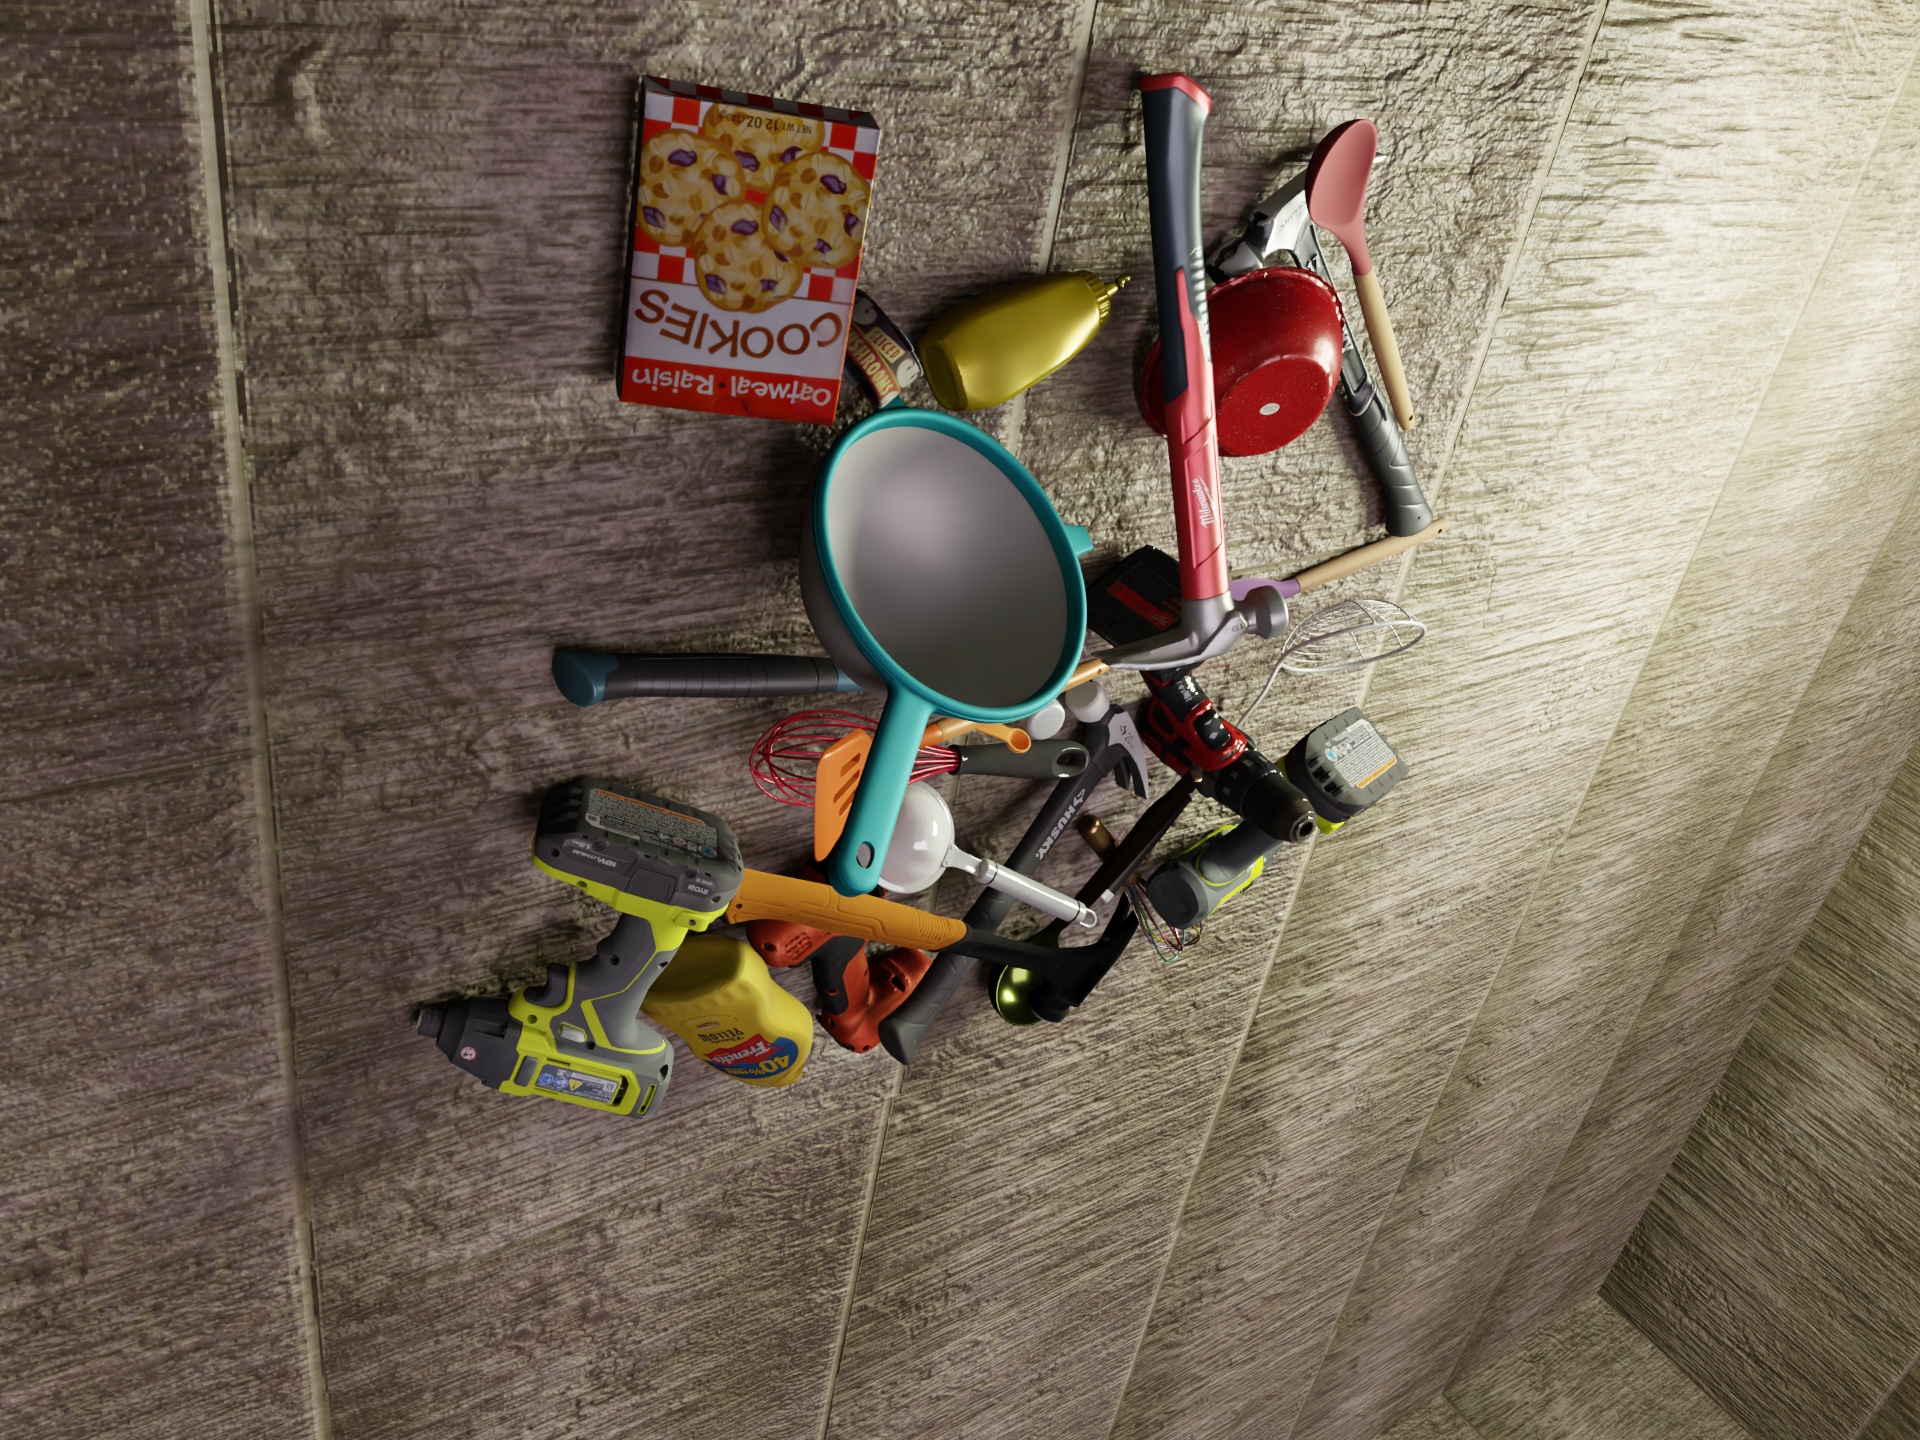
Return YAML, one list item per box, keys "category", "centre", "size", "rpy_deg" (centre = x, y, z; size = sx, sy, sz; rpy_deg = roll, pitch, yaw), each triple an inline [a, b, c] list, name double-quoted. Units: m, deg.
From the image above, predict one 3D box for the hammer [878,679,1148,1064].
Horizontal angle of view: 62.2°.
- category: "hammer"
  centre: [0.042, 0.134, 1.293]
  size: [0.335, 0.035, 0.146]
  rpy_deg: [-55, 141, -11]

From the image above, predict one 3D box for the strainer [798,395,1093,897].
- category: "strainer"
  centre: [-0.042, -0.033, 0.980]
  size: [0.210, 0.095, 0.341]
  rpy_deg: [33, 54, -25]

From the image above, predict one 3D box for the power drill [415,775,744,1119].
- category: "power drill"
  centre: [-0.252, 0.157, 1.061]
  size: [0.171, 0.080, 0.223]
  rpy_deg: [19, 112, -18]

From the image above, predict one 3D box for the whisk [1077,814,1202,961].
- category: "whisk"
  centre: [0.161, 0.156, 1.464]
  size: [0.051, 0.047, 0.244]
  rpy_deg: [-52, 136, -12]

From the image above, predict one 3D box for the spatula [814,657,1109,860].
- category: "spatula"
  centre: [0.006, 0.006, 1.127]
  size: [0.322, 0.041, 0.081]
  rpy_deg: [-23, 128, -41]

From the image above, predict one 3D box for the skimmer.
- category: "skimmer"
  centre: [0.258, 0.033, 1.388]
  size: [0.363, 0.090, 0.127]
  rpy_deg: [-50, 164, -4]

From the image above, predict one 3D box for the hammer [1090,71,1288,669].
- category: "hammer"
  centre: [0.138, -0.222, 1.058]
  size: [0.143, 0.038, 0.386]
  rpy_deg: [-15, 113, -15]

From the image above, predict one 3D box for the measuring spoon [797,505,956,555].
- category: "measuring spoon"
  centre: [-0.050, -0.121, 1.072]
  size: [0.128, 0.021, 0.042]
  rpy_deg: [-16, 131, -33]

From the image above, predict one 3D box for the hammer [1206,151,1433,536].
- category: "hammer"
  centre: [0.315, -0.273, 1.257]
  size: [0.149, 0.036, 0.408]
  rpy_deg: [-46, 140, -2]

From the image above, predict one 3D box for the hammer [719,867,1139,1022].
- category: "hammer"
  centre: [-0.026, 0.151, 1.180]
  size: [0.336, 0.034, 0.127]
  rpy_deg: [17, 123, -30]

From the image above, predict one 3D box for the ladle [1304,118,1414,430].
- category: "ladle"
  centre: [0.301, -0.314, 1.164]
  size: [0.069, 0.031, 0.315]
  rpy_deg: [-46, 142, -5]

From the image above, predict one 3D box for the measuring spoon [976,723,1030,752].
- category: "measuring spoon"
  centre: [-0.002, -0.004, 1.169]
  size: [0.117, 0.021, 0.011]
  rpy_deg: [25, 141, -10]

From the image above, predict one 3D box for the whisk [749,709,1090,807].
- category: "whisk"
  centre: [-0.021, 0.028, 1.167]
  size: [0.295, 0.073, 0.073]
  rpy_deg: [1, 121, -35]

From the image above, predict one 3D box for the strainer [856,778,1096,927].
- category: "strainer"
  centre: [0.014, 0.111, 1.215]
  size: [0.258, 0.050, 0.087]
  rpy_deg: [28, 71, -33]

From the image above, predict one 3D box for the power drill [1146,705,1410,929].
- category: "power drill"
  centre: [0.287, 0.087, 1.427]
  size: [0.190, 0.080, 0.228]
  rpy_deg: [-24, 163, -48]

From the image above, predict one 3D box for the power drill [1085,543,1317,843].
- category: "power drill"
  centre: [0.192, -0.010, 1.247]
  size: [0.080, 0.188, 0.226]
  rpy_deg: [-38, 135, -9]

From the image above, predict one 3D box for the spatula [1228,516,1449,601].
- category: "spatula"
  centre: [0.309, -0.127, 1.379]
  size: [0.316, 0.018, 0.059]
  rpy_deg: [-22, 135, -25]

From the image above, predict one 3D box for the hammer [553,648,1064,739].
- category: "hammer"
  centre: [-0.099, -0.030, 1.048]
  size: [0.331, 0.128, 0.033]
  rpy_deg: [-1, 123, -29]

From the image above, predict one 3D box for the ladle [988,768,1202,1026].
- category: "ladle"
  centre: [0.116, 0.153, 1.341]
  size: [0.078, 0.062, 0.320]
  rpy_deg: [2, 139, -35]
